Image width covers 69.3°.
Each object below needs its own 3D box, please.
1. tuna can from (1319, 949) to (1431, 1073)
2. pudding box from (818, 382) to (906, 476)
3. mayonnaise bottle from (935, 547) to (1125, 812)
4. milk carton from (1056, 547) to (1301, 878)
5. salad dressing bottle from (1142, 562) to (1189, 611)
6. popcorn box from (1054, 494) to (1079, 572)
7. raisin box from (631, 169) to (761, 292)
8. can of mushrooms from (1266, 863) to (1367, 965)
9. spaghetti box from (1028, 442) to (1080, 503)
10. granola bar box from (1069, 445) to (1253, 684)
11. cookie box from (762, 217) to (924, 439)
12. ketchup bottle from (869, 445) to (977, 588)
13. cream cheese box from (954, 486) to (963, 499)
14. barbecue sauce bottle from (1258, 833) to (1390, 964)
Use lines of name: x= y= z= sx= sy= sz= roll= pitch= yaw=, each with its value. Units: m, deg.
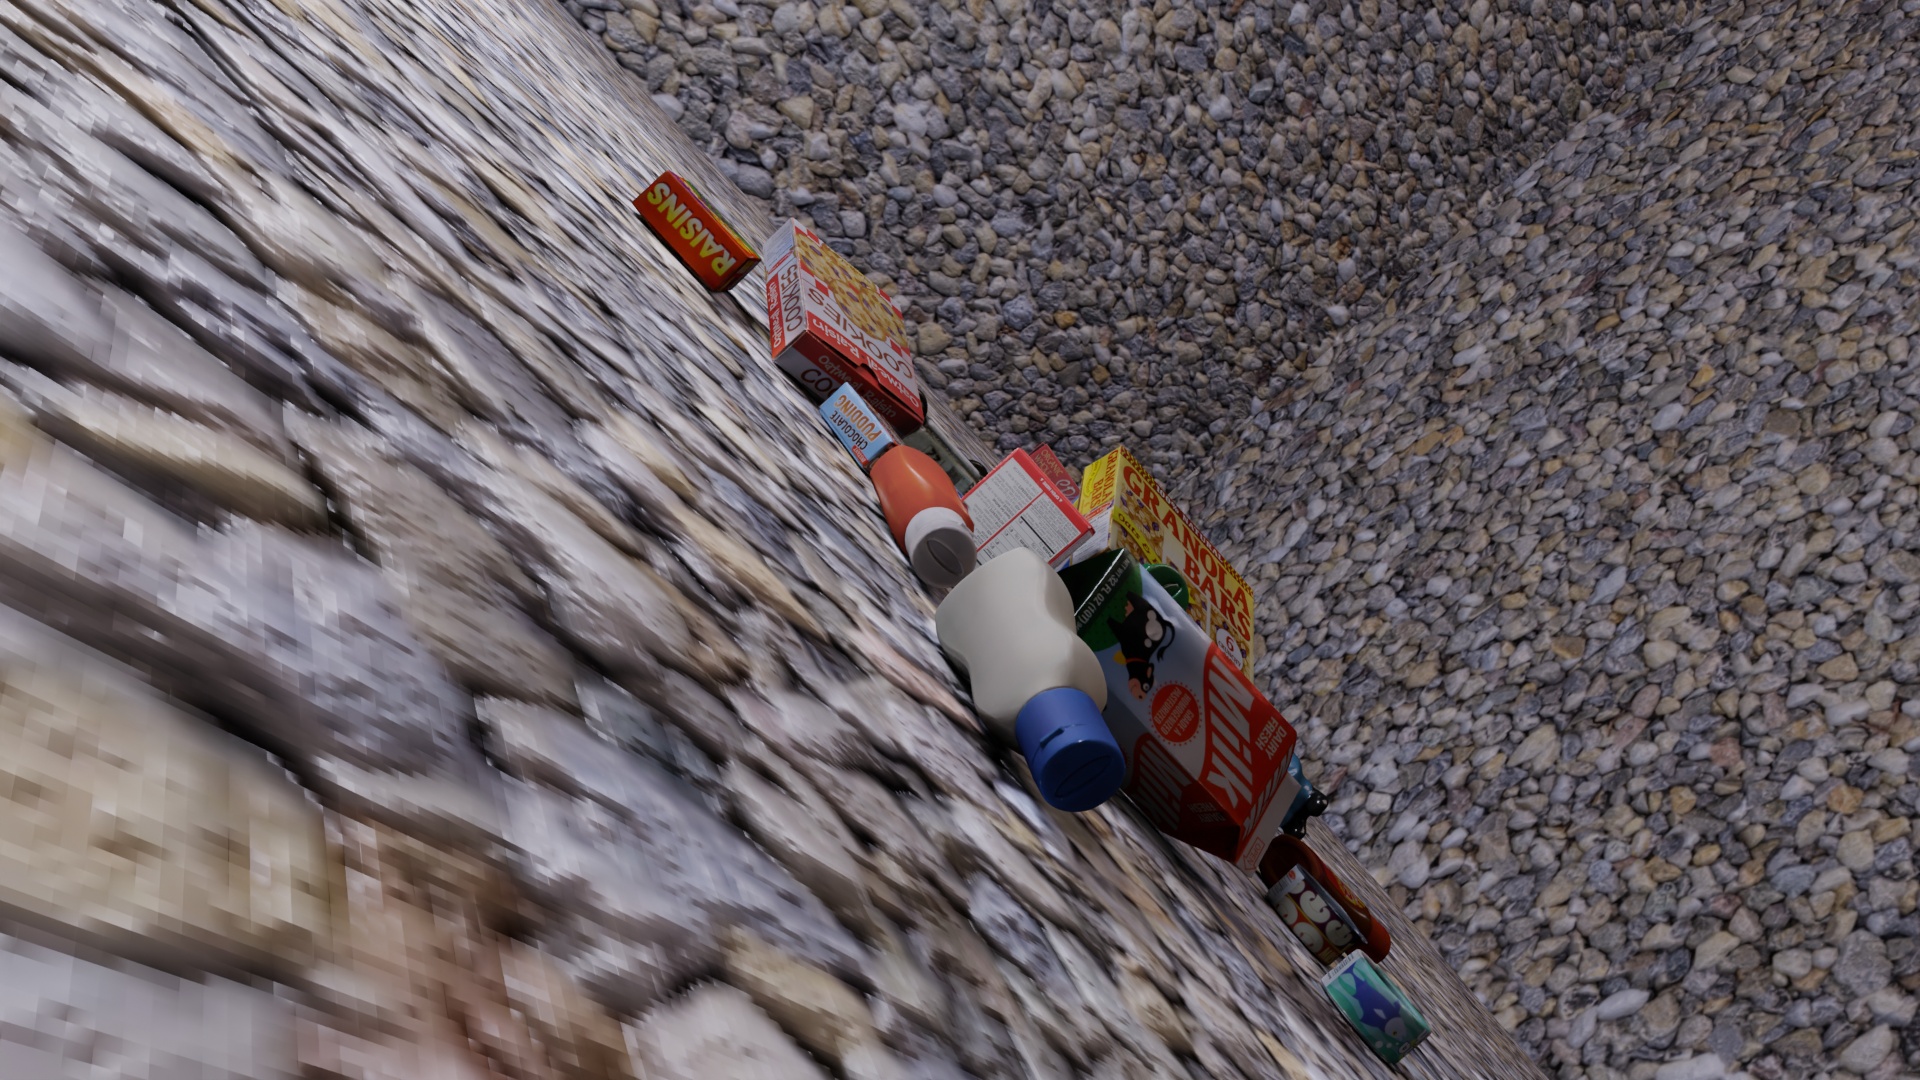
tuna can: x=0.261 y=0.293 z=0.869 sx=0.071 sy=0.033 sz=0.071 roll=47 pitch=5 yaw=-5
pudding box: x=-0.062 y=-0.069 z=0.973 sx=0.049 sy=0.030 sz=0.084 roll=41 pitch=8 yaw=-45
mayonnaise bottle: x=0.032 y=0.060 z=0.609 sx=0.041 sy=0.064 sz=0.148 roll=49 pitch=8 yaw=-29
milk carton: x=0.117 y=0.101 z=0.782 sx=0.190 sy=0.073 sz=0.073 roll=46 pitch=-30 yaw=-11
salad dressing bottle: x=0.087 y=0.045 z=0.867 sx=0.044 sy=0.064 sz=0.147 roll=66 pitch=-27 yaw=1
popcorn box: x=0.091 y=0.010 z=1.083 sx=0.038 sy=0.126 sz=0.085 roll=41 pitch=3 yaw=20
raisin box: x=-0.195 y=-0.229 z=1.038 sx=0.086 sy=0.040 sz=0.123 roll=47 pitch=4 yaw=-11
can of mushrooms: x=0.254 y=0.269 z=0.991 sx=0.071 sy=0.033 sz=0.071 roll=47 pitch=4 yaw=-4
spaghetti box: x=0.120 y=0.008 z=1.167 sx=0.050 sy=0.028 sz=0.251 roll=50 pitch=6 yaw=-46
granola bar box: x=0.146 y=0.029 z=0.991 sx=0.165 sy=0.039 sz=0.125 roll=45 pitch=33 yaw=-22
cookie box: x=-0.092 y=-0.163 z=1.074 sx=0.123 sy=0.040 sz=0.168 roll=36 pitch=26 yaw=-34
ketchup bottle: x=-0.019 y=-0.013 z=0.823 sx=0.064 sy=0.043 sz=0.149 roll=45 pitch=6 yaw=-18
cream cheese box: x=0.004 y=-0.014 z=1.124 sx=0.053 sy=0.024 sz=0.104 roll=44 pitch=6 yaw=-27
barbecue sauce bottle: x=0.291 y=0.288 z=1.091 sx=0.148 sy=0.043 sz=0.065 roll=44 pitch=3 yaw=-35
